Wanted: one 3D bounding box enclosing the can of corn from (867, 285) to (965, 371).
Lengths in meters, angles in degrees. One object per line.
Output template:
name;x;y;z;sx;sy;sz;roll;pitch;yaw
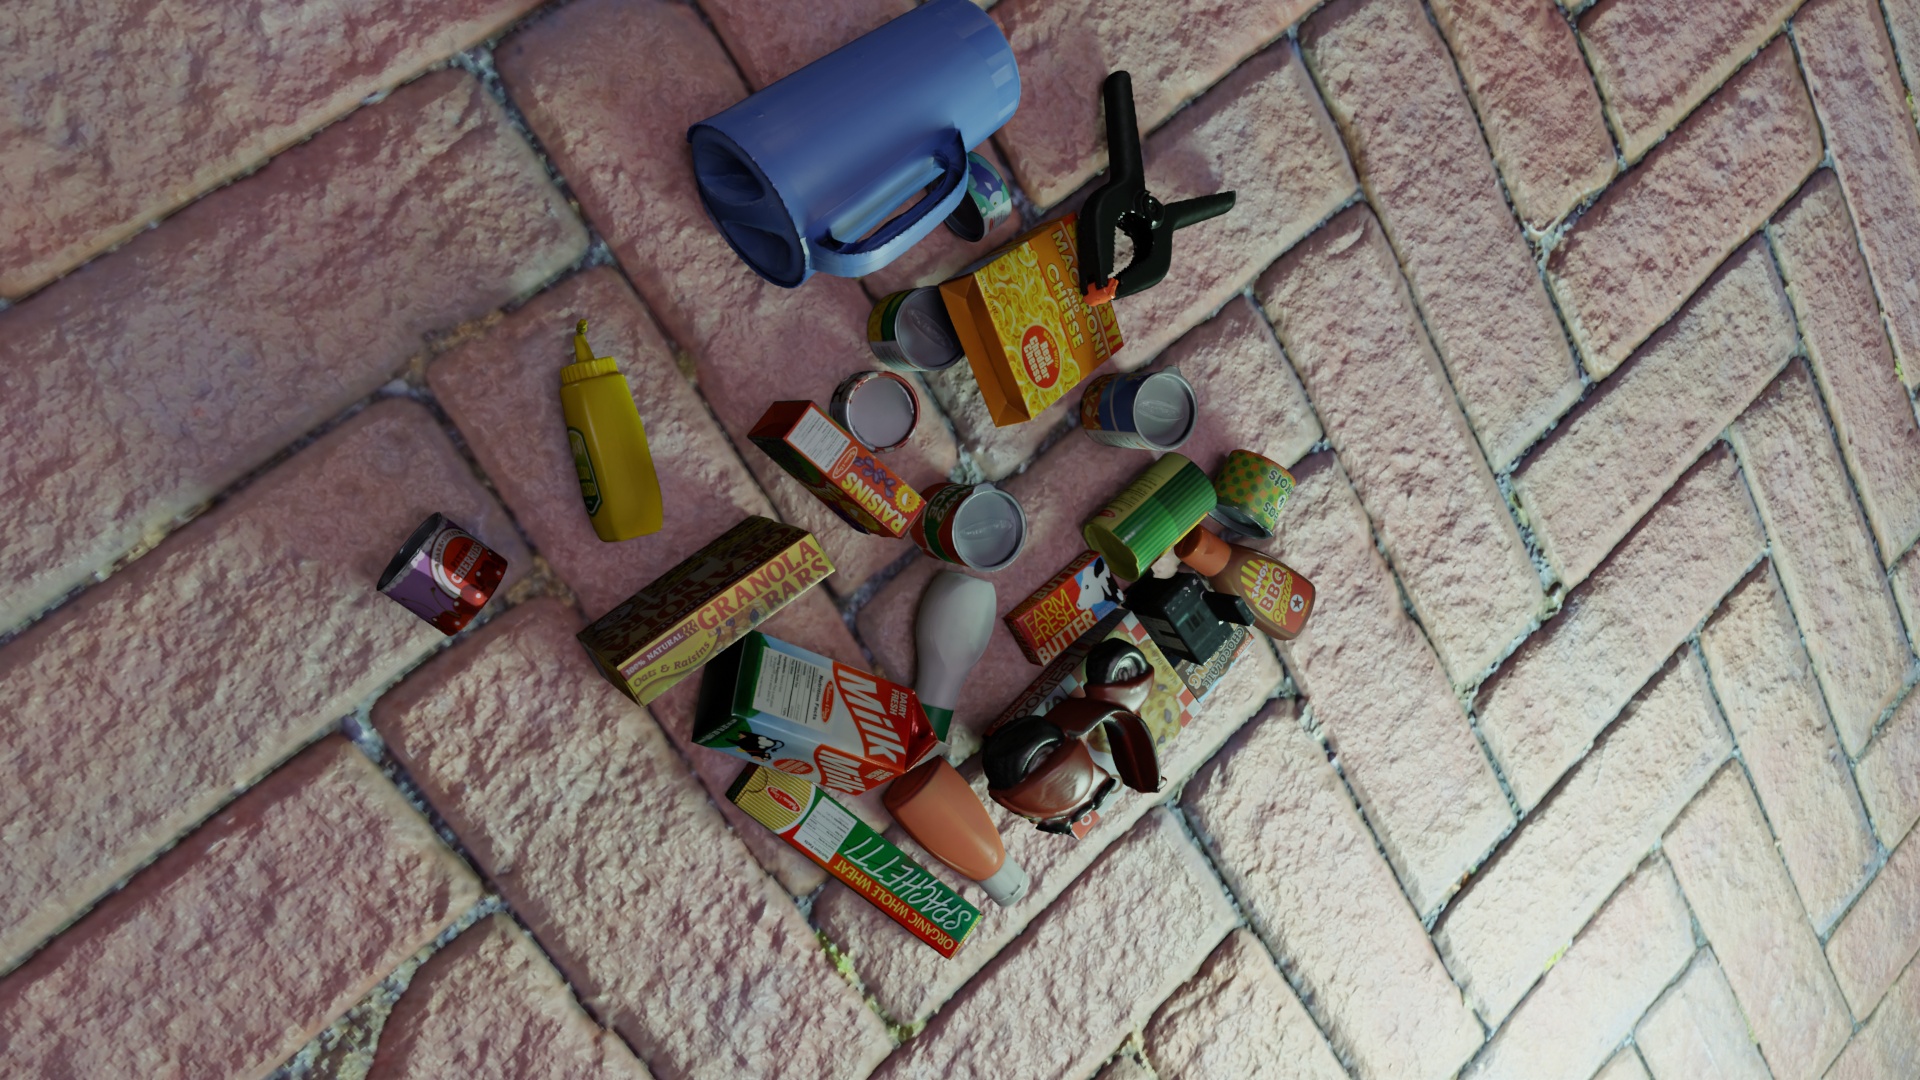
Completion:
can of corn;-0.032;-0.169;1.102;0.071;0.058;0.071;-3;96;-27

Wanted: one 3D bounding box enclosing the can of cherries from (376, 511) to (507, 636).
can of cherries;-0.353;0.023;0.950;0.058;0.071;0.071;41;77;-25

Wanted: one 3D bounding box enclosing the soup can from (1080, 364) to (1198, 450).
soup can;0.152;-0.114;1.186;0.071;0.084;0.071;-3;97;-27

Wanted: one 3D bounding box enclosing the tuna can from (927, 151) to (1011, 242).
tuna can;0.006;-0.276;1.107;0.033;0.071;0.071;-39;111;-19

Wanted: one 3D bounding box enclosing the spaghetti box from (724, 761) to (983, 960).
spaghetti box;-0.083;0.258;1.134;0.249;0.028;0.050;43;76;-24

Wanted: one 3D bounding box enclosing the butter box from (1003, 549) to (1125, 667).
butter box;0.091;0.059;1.205;0.104;0.024;0.053;-37;111;-19

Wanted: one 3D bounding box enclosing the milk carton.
milk carton;-0.103;0.142;1.075;0.190;0.072;0.074;23;54;-26

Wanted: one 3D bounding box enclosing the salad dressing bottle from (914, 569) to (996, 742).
salad dressing bottle;-0.013;0.100;1.147;0.064;0.044;0.147;17;88;-29

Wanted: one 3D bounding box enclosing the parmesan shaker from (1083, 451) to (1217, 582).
parmesan shaker;0.168;-0.021;1.210;0.103;0.071;0.071;-40;111;-18

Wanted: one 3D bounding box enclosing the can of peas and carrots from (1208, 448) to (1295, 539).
can of peas and carrots;0.264;-0.041;1.258;0.071;0.071;0.059;34;79;-26

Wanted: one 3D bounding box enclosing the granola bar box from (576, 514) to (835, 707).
granola bar box;-0.188;0.045;1.007;0.166;0.124;0.039;-36;111;-20

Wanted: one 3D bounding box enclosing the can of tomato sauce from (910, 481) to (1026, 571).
can of tomato sauce;0.004;-0.014;1.121;0.071;0.083;0.071;-3;96;-27

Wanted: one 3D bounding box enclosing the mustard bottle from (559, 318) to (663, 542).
mustard bottle;-0.256;-0.079;0.996;0.049;0.065;0.160;-17;97;-30

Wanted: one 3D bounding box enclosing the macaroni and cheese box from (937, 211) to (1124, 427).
macaroni and cheese box;0.063;-0.181;1.121;0.167;0.040;0.123;-40;114;-46

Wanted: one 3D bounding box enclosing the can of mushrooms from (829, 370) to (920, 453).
can of mushrooms;-0.066;-0.104;1.105;0.071;0.033;0.071;-3;96;-26

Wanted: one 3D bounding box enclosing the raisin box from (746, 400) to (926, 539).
raisin box;-0.095;-0.054;1.065;0.123;0.086;0.040;41;75;-24

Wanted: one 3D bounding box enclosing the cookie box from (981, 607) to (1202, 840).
cookie box;0.117;0.159;1.220;0.168;0.040;0.122;-43;111;-17

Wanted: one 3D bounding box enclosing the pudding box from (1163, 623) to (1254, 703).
pudding box;0.225;0.102;1.275;0.084;0.030;0.049;-46;113;-16

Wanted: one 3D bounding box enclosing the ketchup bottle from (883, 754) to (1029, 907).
ketchup bottle;0.002;0.249;1.168;0.065;0.043;0.148;-45;113;-15

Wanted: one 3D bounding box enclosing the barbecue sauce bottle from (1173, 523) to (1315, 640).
barbecue sauce bottle;0.260;0.034;1.278;0.148;0.043;0.065;31;75;-26
